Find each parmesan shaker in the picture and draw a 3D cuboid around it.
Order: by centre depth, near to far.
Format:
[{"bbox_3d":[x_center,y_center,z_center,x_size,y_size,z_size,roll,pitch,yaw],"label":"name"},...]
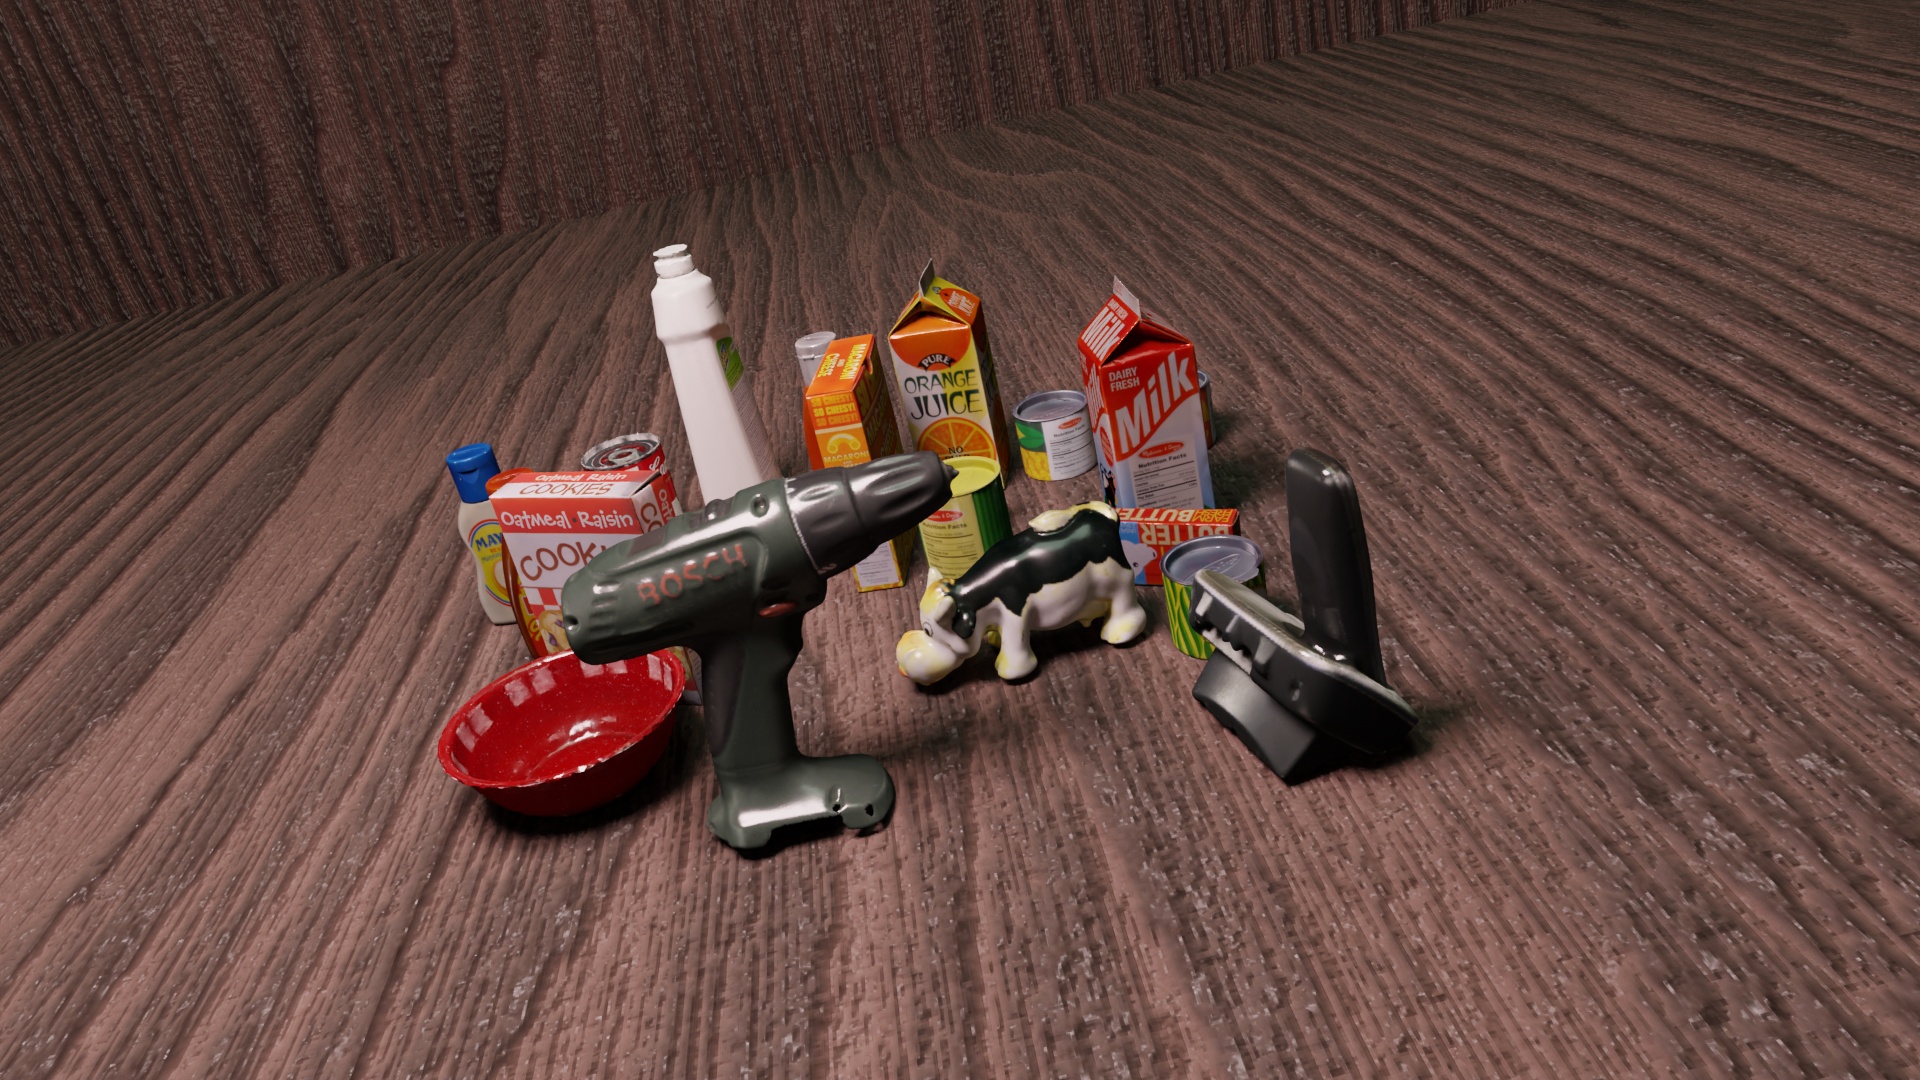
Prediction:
[{"bbox_3d":[0.003,-0.001,1.002,0.071,0.102,0.071,-10,26,5],"label":"parmesan shaker"}]

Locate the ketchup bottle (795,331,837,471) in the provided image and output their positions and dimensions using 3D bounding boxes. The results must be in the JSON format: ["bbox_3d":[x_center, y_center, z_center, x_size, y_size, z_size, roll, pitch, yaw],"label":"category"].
[{"bbox_3d":[-0.109,-0.106,1.211,0.064,0.148,0.044,0,28,24],"label":"ketchup bottle"}]

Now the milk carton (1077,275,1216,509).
[{"bbox_3d":[0.137,-0.099,1.038,0.073,0.189,0.072,-14,26,-3],"label":"milk carton"}]

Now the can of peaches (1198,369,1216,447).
[{"bbox_3d":[0.181,-0.108,1.189,0.071,0.057,0.071,-10,26,5],"label":"can of peaches"}]

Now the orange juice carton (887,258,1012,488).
[{"bbox_3d":[-0.010,-0.139,1.183,0.073,0.191,0.072,-7,26,12],"label":"orange juice carton"}]

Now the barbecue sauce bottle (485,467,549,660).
[{"bbox_3d":[-0.318,0.018,1.056,0.065,0.148,0.044,-18,26,-11],"label":"barbecue sauce bottle"}]

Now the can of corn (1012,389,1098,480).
[{"bbox_3d":[0.082,-0.092,1.200,0.071,0.058,0.071,-10,26,5],"label":"can of corn"}]

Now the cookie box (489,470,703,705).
[{"bbox_3d":[-0.244,0.033,0.972,0.123,0.166,0.040,0,29,25],"label":"cookie box"}]

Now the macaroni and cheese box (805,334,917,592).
[{"bbox_3d":[-0.073,-0.062,1.087,0.040,0.165,0.124,-8,26,9],"label":"macaroni and cheese box"}]

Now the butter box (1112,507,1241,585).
[{"bbox_3d":[0.148,0.005,0.983,0.103,0.053,0.024,1,29,26],"label":"butter box"}]

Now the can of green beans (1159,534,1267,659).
[{"bbox_3d":[0.167,0.037,0.905,0.071,0.057,0.071,-10,26,5],"label":"can of green beans"}]

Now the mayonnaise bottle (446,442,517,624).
[{"bbox_3d":[-0.375,-0.005,1.128,0.065,0.147,0.041,-13,26,-1],"label":"mayonnaise bottle"}]
